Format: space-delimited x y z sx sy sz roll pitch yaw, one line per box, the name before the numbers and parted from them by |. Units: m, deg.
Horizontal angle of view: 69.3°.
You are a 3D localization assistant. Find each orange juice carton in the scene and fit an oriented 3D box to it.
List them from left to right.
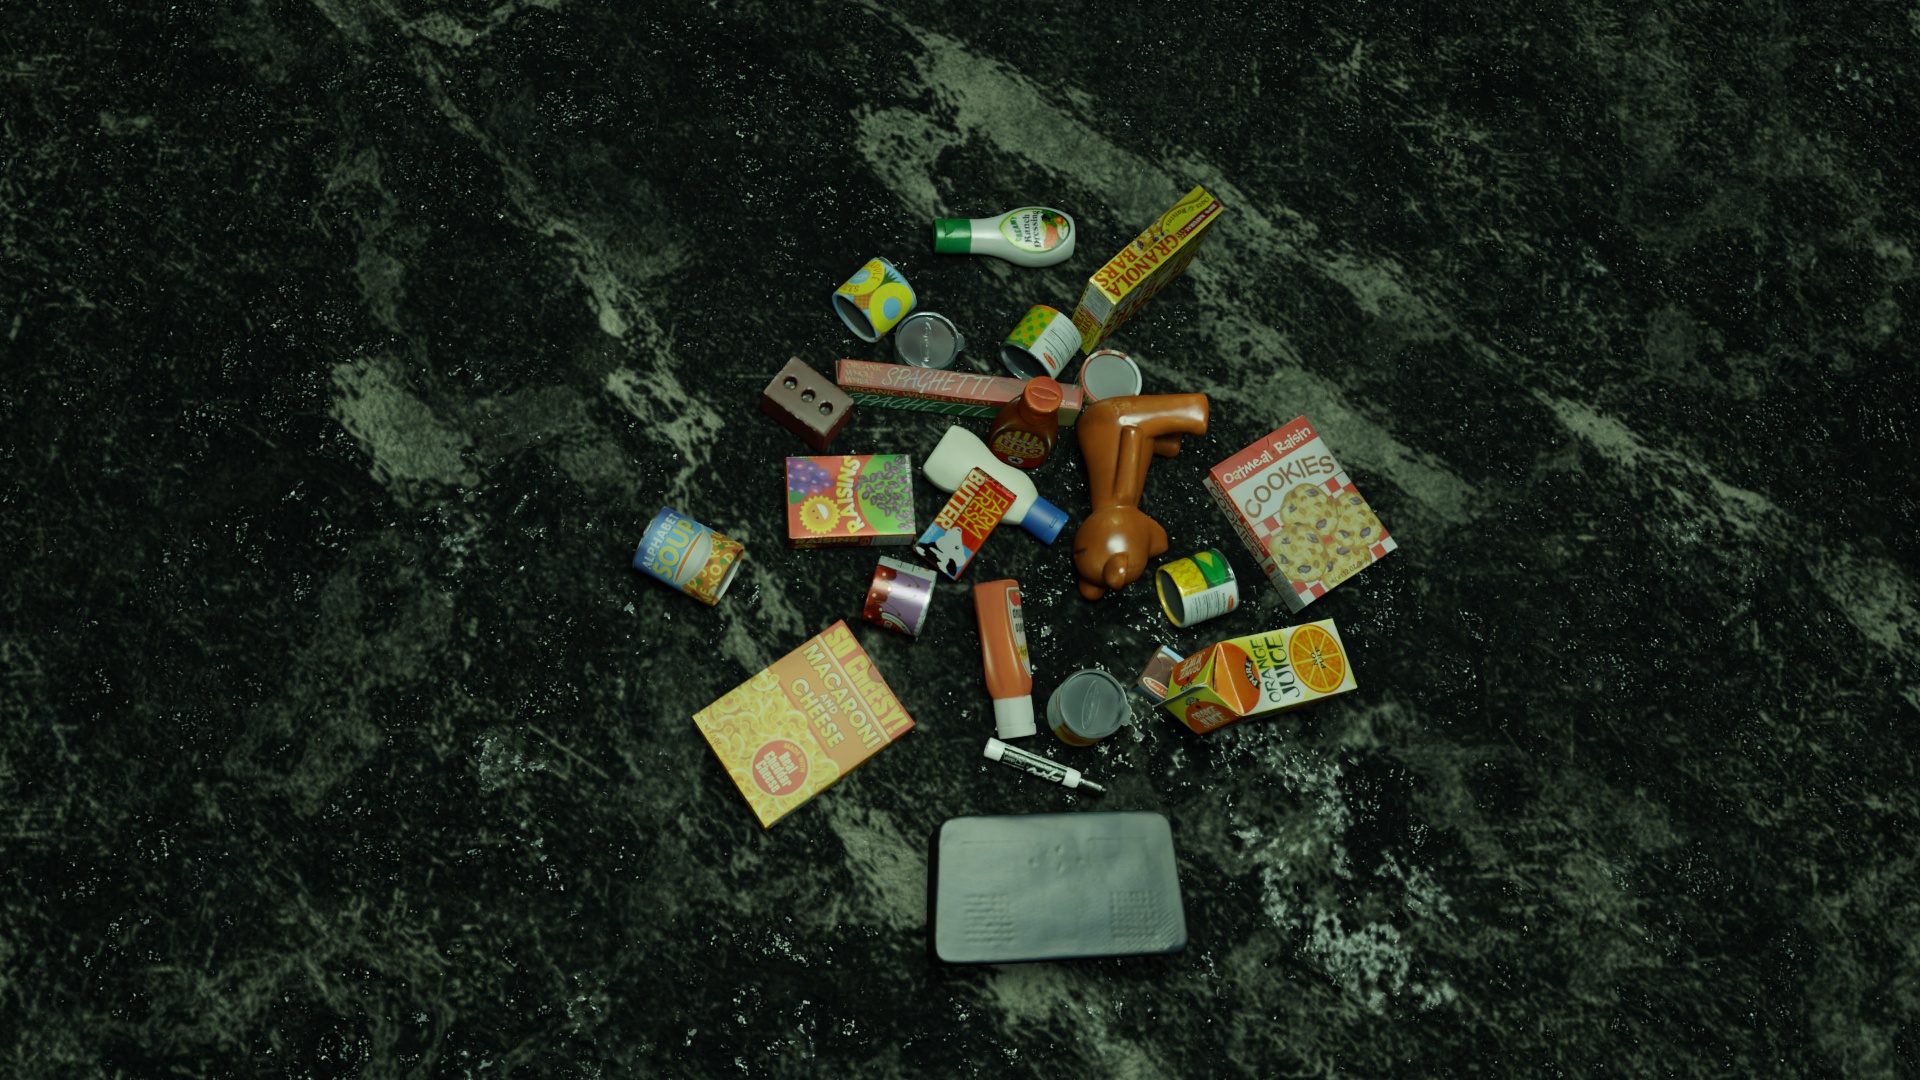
orange juice carton | 0.274 0.131 1.314 0.193 0.071 0.073 -8 73 -32

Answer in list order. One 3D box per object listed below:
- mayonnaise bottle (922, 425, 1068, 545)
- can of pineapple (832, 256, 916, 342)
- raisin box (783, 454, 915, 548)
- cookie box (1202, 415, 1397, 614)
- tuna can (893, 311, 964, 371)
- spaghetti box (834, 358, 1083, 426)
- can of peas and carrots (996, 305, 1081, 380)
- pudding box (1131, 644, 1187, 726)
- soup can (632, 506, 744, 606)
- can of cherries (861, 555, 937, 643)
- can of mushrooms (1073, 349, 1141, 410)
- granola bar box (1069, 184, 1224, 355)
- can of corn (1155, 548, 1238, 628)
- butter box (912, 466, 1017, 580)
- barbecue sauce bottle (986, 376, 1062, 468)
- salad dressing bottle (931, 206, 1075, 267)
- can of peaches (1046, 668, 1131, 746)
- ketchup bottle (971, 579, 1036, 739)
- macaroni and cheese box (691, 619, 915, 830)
mayonnaise bottle | 0.037 -0.050 1.383 0.148 0.041 0.065 34 80 2
can of pineapple | -0.089 -0.245 1.409 0.071 0.070 0.058 43 73 6
raisin box | -0.109 -0.039 1.360 0.123 0.040 0.086 -2 74 -10
cookie box | 0.346 -0.029 1.420 0.123 0.040 0.167 -30 79 -15
tuna can | -0.033 -0.198 1.422 0.071 0.032 0.071 2 73 -7
spaghetti box | -0.003 -0.148 1.402 0.250 0.050 0.029 5 72 -6
can of peas and carrots | 0.080 -0.199 1.423 0.071 0.070 0.059 36 72 4
pudding box | 0.216 0.145 1.354 0.084 0.030 0.050 34 73 3
soup can | -0.255 0.015 1.305 0.084 0.071 0.071 26 72 0
can of cherries | -0.059 0.056 1.324 0.058 0.071 0.072 17 72 -3
can of mushrooms | 0.150 -0.161 1.437 0.071 0.033 0.071 2 74 -8
granola bar box | 0.186 -0.277 1.429 0.166 0.124 0.039 -42 83 -17
can of corn | 0.231 0.046 1.370 0.058 0.071 0.071 -18 77 -12
butter box | 0.005 -0.017 1.354 0.053 0.024 0.103 37 100 3
barbecue sauce bottle | 0.067 -0.115 1.350 0.065 0.148 0.044 16 72 -3
salad dressing bottle | 0.045 -0.320 1.464 0.148 0.044 0.064 -2 75 -8
can of peaches | 0.121 0.161 1.322 0.071 0.058 0.071 2 73 -8
ketchup bottle | 0.043 0.113 1.326 0.043 0.065 0.149 -10 83 13
macaroni and cheese box | -0.145 0.170 1.290 0.167 0.040 0.124 -33 81 -16
